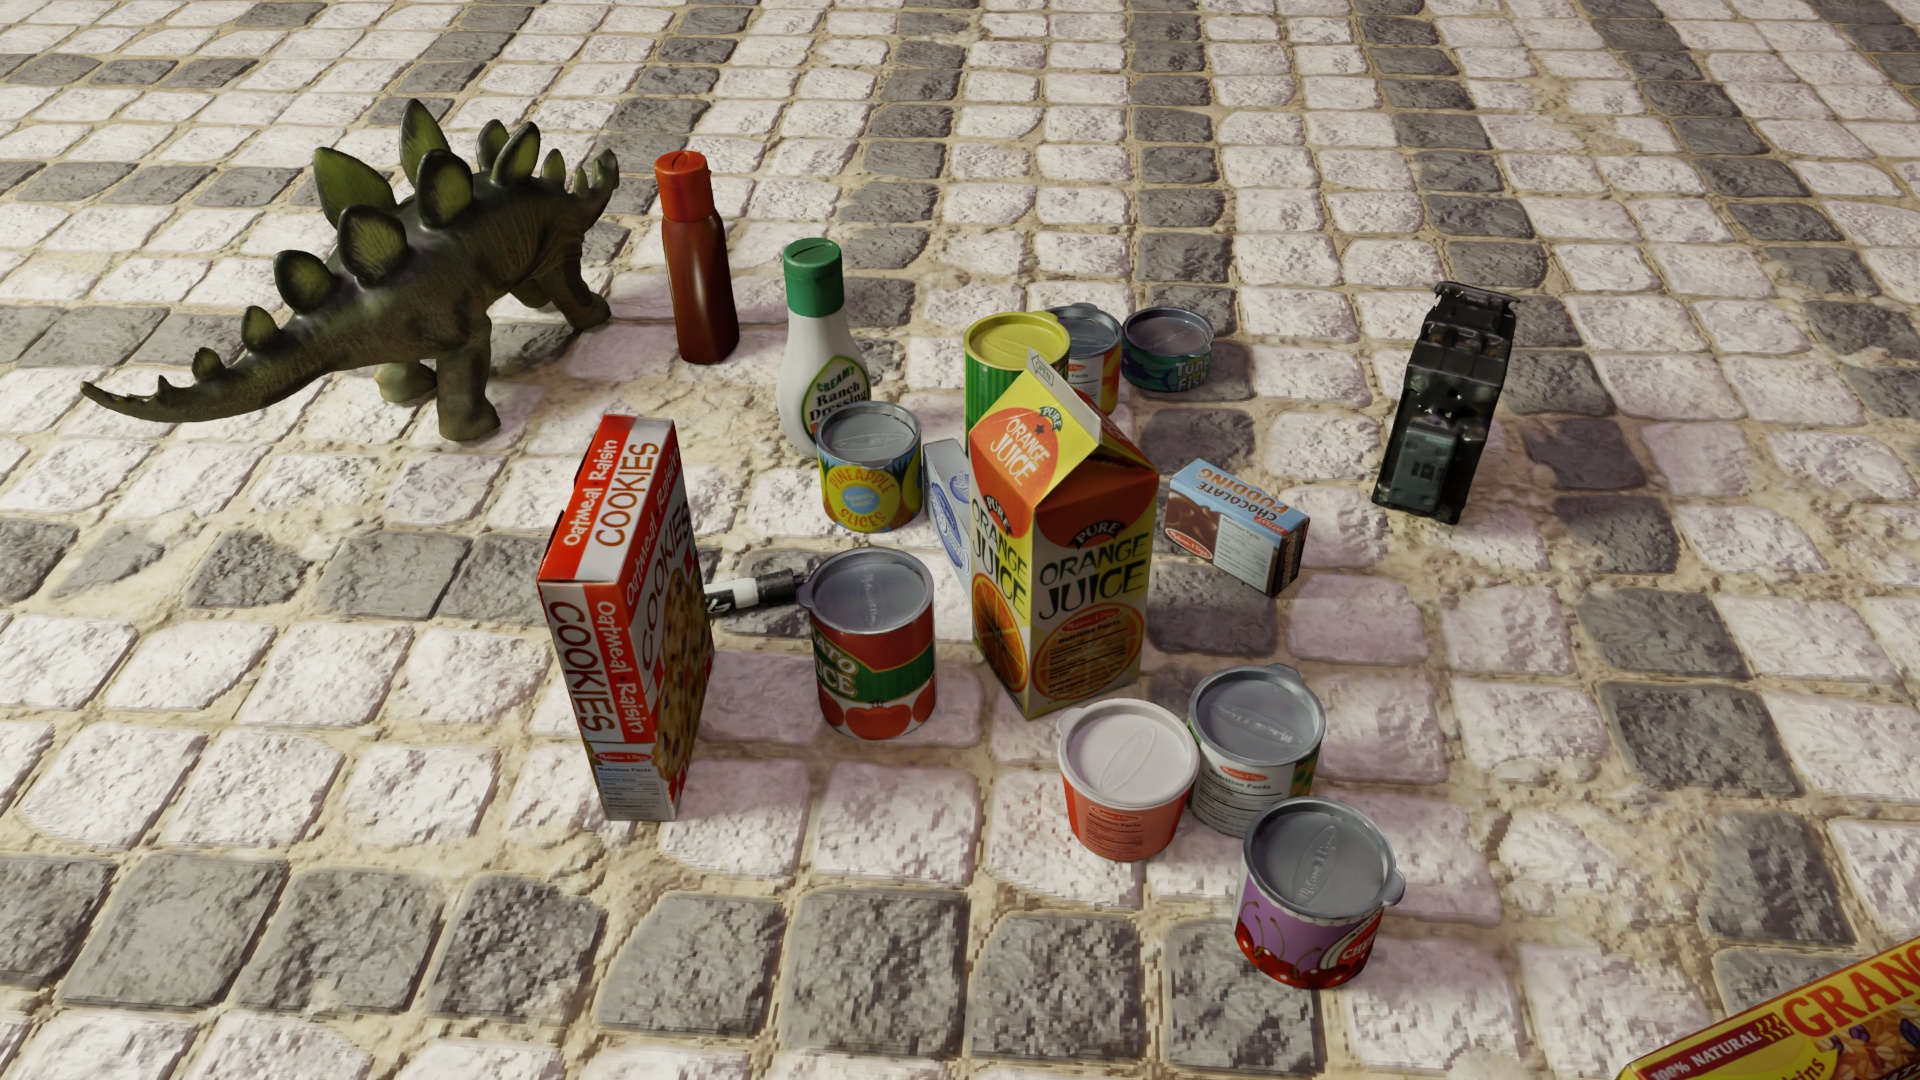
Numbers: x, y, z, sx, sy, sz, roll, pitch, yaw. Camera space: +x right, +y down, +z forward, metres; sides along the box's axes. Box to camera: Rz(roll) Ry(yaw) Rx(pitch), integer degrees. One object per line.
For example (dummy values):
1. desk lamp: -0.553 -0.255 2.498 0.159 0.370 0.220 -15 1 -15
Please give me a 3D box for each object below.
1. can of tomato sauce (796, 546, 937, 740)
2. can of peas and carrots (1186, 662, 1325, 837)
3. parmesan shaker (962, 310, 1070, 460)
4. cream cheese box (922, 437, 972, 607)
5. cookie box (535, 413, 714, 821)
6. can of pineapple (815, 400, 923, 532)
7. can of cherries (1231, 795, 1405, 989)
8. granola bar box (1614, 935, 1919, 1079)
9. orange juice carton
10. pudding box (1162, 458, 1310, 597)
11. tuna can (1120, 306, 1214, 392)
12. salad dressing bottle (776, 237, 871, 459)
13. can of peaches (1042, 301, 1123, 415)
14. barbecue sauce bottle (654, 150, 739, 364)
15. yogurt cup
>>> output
1. can of tomato sauce: -0.048 0.056 0.740 0.071 0.082 0.071 -1 41 1
2. can of peas and carrots: 0.146 0.104 0.698 0.071 0.058 0.071 -1 41 1
3. parmesan shaker: 0.037 -0.087 0.889 0.071 0.102 0.072 -1 41 1
4. cream cheese box: 0.003 -0.011 0.839 0.024 0.053 0.104 -13 42 -13
5. cookie box: -0.163 0.040 0.697 0.040 0.166 0.123 1 41 2
6. can of pineapple: -0.057 -0.045 0.877 0.071 0.057 0.071 -1 41 1
7. can of cherries: 0.161 0.162 0.631 0.071 0.058 0.072 -1 41 1
8. granola bar box: 0.308 0.212 0.518 0.166 0.123 0.039 -15 42 -16
9. orange juice carton: 0.051 -0.004 0.724 0.073 0.191 0.072 -18 43 -18
10. pudding box: 0.164 -0.008 0.835 0.084 0.049 0.030 32 51 32
11. tuna can: 0.150 -0.136 0.998 0.071 0.032 0.071 -1 41 1
12. salad dressing bottle: -0.091 -0.123 0.899 0.064 0.146 0.044 -25 46 -25
13. can of peaches: 0.079 -0.123 0.964 0.071 0.057 0.071 -1 41 1
14. barbecue sauce bottle: -0.189 -0.203 0.995 0.044 0.147 0.065 2 41 4
15. yogurt cup: 0.081 0.120 0.684 0.072 0.053 0.073 -1 41 1
